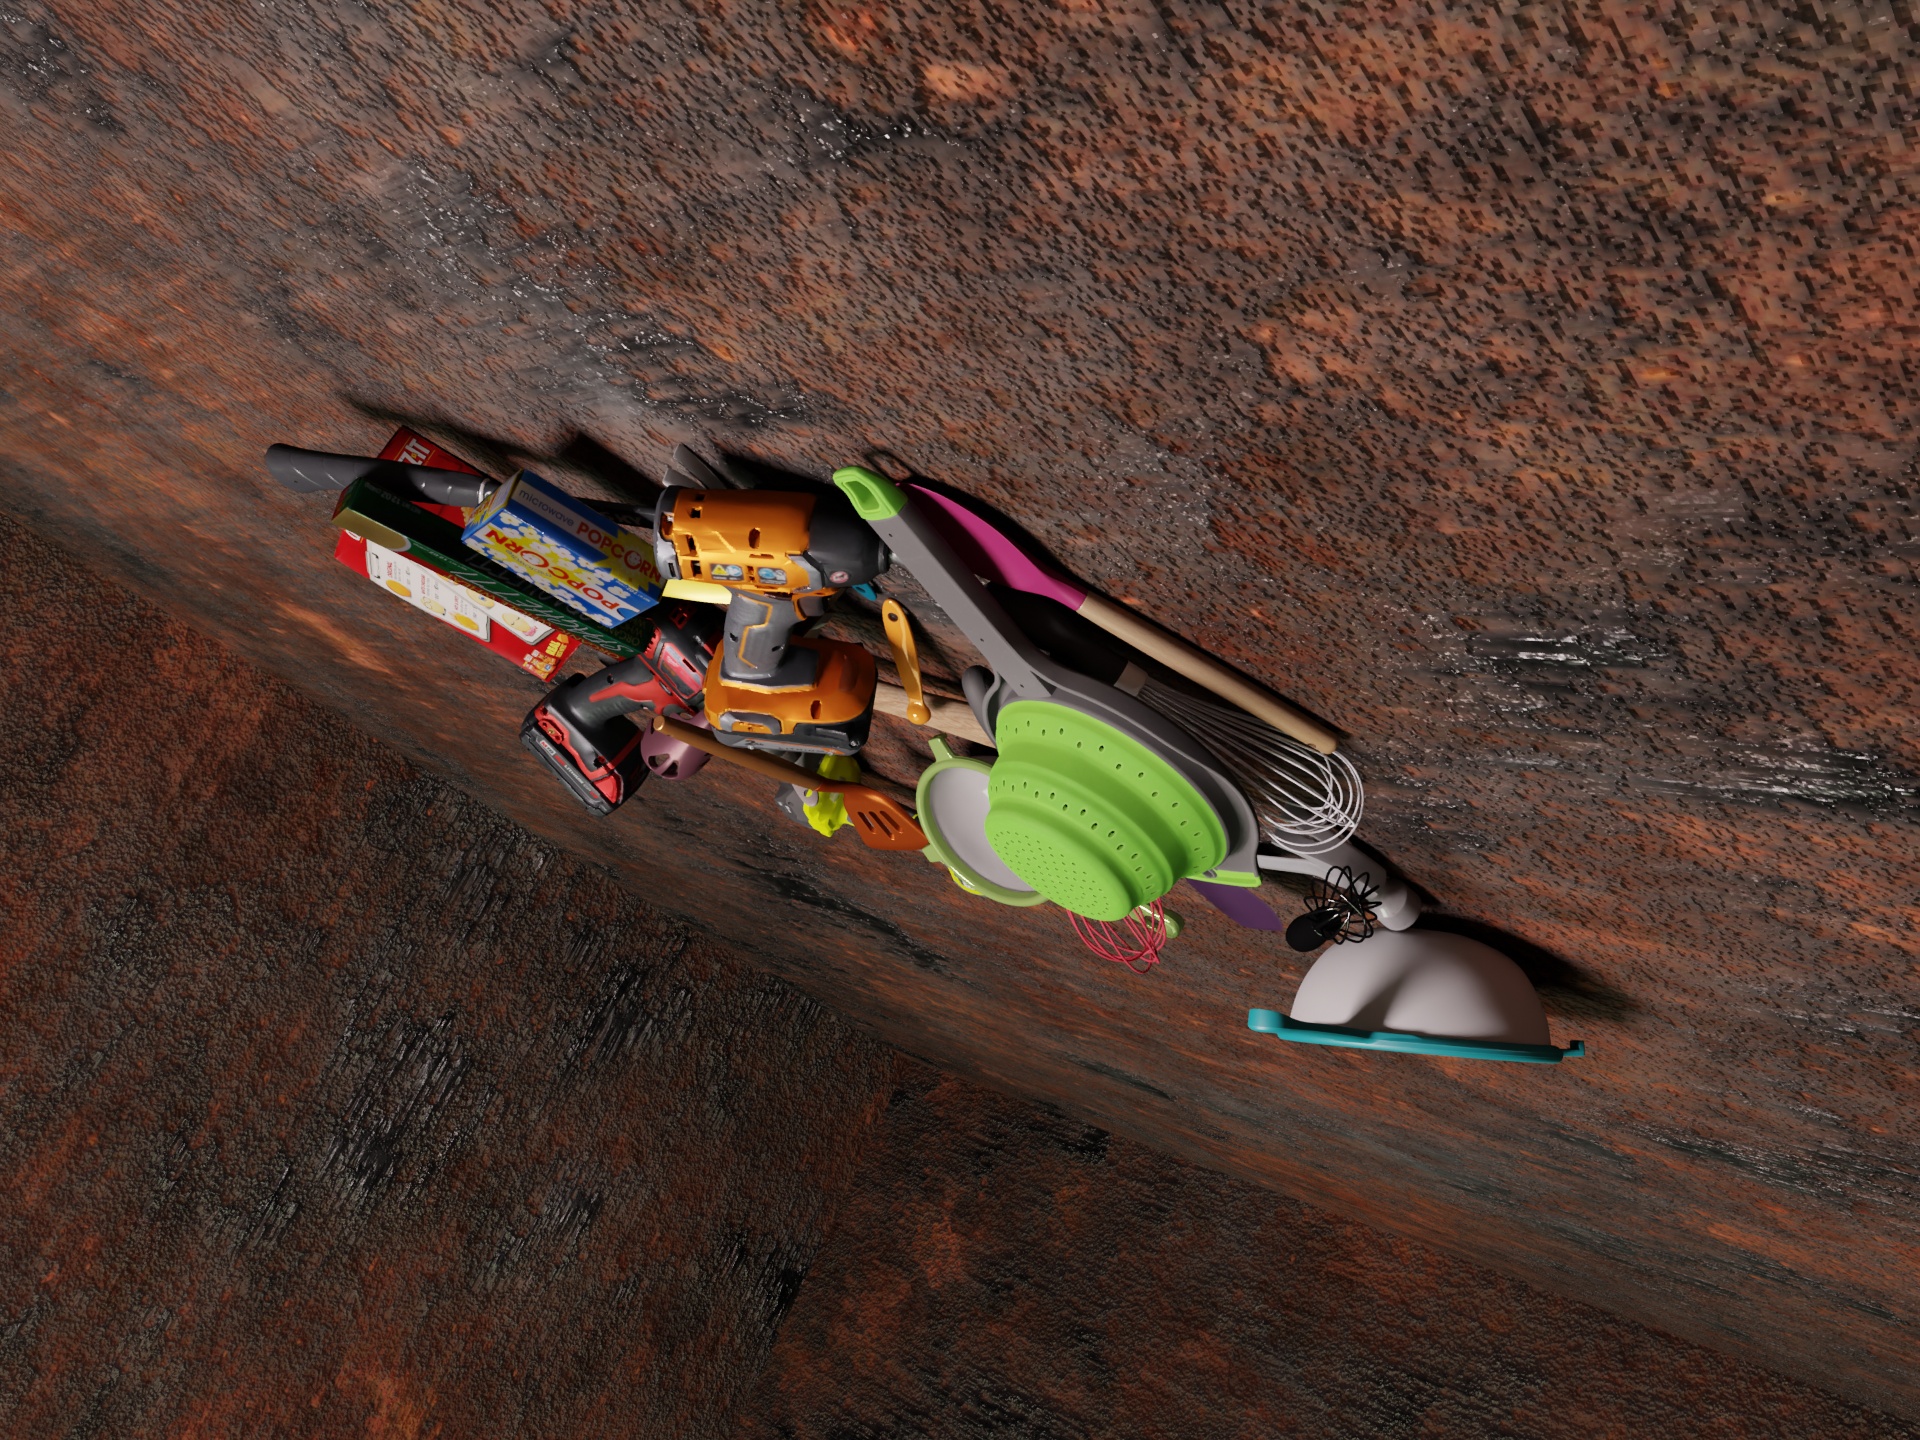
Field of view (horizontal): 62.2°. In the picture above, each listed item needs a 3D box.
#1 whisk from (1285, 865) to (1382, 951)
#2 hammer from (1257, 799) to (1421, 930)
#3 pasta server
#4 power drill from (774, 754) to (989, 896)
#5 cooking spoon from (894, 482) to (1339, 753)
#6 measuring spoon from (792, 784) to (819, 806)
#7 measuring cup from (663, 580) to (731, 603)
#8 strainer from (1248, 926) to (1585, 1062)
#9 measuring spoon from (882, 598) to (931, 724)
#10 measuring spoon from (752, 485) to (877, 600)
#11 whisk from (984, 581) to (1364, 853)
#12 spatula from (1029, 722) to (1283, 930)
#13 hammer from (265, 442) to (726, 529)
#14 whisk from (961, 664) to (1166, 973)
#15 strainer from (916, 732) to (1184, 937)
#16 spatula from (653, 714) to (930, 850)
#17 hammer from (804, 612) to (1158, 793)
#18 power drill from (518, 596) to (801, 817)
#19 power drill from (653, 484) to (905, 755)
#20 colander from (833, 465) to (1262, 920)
[{"bbox_3d":[0.264,0.146,1.164,0.055,0.055,0.238,24,168,8],"label":"whisk"},{"bbox_3d":[0.174,0.104,1.308,0.144,0.035,0.406,37,160,-31],"label":"hammer"},{"bbox_3d":[-0.171,-0.030,1.239,0.060,0.040,0.316,37,135,-14],"label":"pasta server"},{"bbox_3d":[-0.056,0.093,1.518,0.228,0.080,0.190,23,168,9],"label":"power drill"},{"bbox_3d":[0.096,-0.061,0.970,0.318,0.017,0.068,29,159,-8],"label":"cooking spoon"},{"bbox_3d":[-0.162,0.030,1.483,0.124,0.034,0.018,58,-176,31],"label":"measuring spoon"},{"bbox_3d":[-0.223,-0.113,1.265,0.156,0.029,0.062,7,127,17],"label":"measuring cup"},{"bbox_3d":[0.311,0.196,1.178,0.211,0.095,0.340,-3,167,41],"label":"strainer"},{"bbox_3d":[-0.041,-0.040,1.165,0.021,0.011,0.116,7,133,23],"label":"measuring spoon"},{"bbox_3d":[-0.100,-0.114,1.088,0.042,0.021,0.128,8,154,45],"label":"measuring spoon"},{"bbox_3d":[0.133,-0.006,1.012,0.284,0.070,0.070,32,162,-3],"label":"whisk"},{"bbox_3d":[0.148,0.086,1.203,0.315,0.018,0.060,39,154,-33],"label":"spatula"},{"bbox_3d":[-0.333,-0.164,1.156,0.409,0.036,0.149,10,156,18],"label":"hammer"},{"bbox_3d":[0.077,0.077,1.186,0.073,0.073,0.295,3,132,52],"label":"whisk"},{"bbox_3d":[0.083,0.101,1.331,0.256,0.069,0.151,26,137,23],"label":"strainer"},{"bbox_3d":[-0.138,0.054,1.330,0.081,0.041,0.322,-5,161,35],"label":"spatula"},{"bbox_3d":[-0.002,-0.004,1.220,0.331,0.031,0.129,16,145,18],"label":"hammer"},{"bbox_3d":[-0.258,0.001,1.386,0.226,0.080,0.187,-32,107,37],"label":"power drill"},{"bbox_3d":[-0.108,-0.067,1.075,0.164,0.084,0.226,4,146,4],"label":"power drill"},{"bbox_3d":[0.034,0.010,0.999,0.396,0.094,0.204,48,156,-27],"label":"colander"}]
